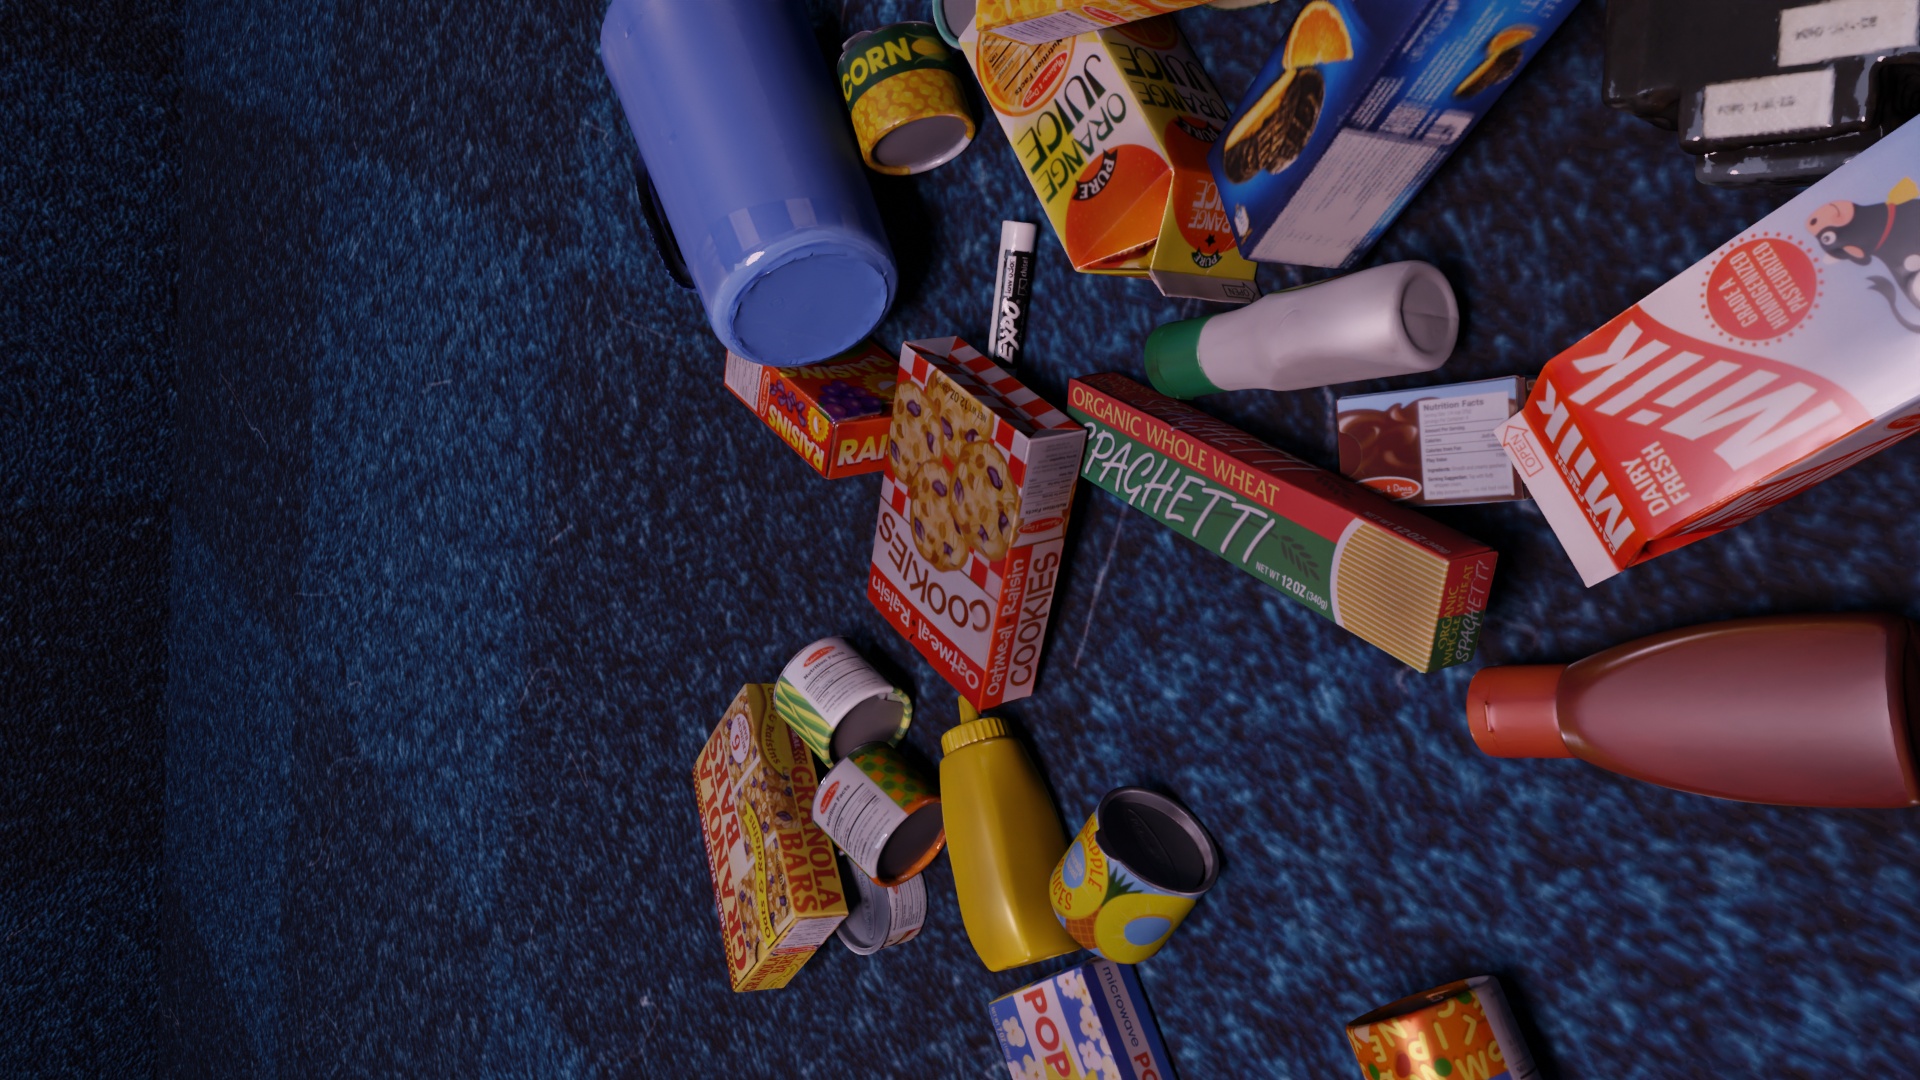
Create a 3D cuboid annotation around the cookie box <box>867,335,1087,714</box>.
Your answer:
[{"bbox_3d":[0.003,-0.010,0.758,0.123,0.040,0.166,42,132,43],"label":"cookie box"}]

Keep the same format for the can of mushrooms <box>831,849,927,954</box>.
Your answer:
[{"bbox_3d":[-0.055,0.222,0.870,0.071,0.033,0.071,6,98,48],"label":"can of mushrooms"}]

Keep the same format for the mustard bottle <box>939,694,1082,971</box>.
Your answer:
[{"bbox_3d":[0.021,0.150,0.760,0.048,0.065,0.161,-34,62,39],"label":"mustard bottle"}]

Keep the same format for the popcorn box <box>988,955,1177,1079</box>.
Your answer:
[{"bbox_3d":[0.072,0.289,0.728,0.085,0.038,0.127,-39,64,42],"label":"popcorn box"}]

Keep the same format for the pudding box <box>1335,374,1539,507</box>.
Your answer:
[{"bbox_3d":[0.197,-0.039,0.568,0.083,0.030,0.049,-3,92,49],"label":"pudding box"}]

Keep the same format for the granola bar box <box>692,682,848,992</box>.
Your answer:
[{"bbox_3d":[-0.131,0.195,0.918,0.123,0.039,0.166,-55,43,44],"label":"granola bar box"}]

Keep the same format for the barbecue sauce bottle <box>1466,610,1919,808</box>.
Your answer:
[{"bbox_3d":[0.258,0.061,0.497,0.148,0.044,0.065,-9,86,49],"label":"barbecue sauce bottle"}]

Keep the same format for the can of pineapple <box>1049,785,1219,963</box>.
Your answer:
[{"bbox_3d":[0.083,0.164,0.683,0.071,0.071,0.057,51,128,33],"label":"can of pineapple"}]

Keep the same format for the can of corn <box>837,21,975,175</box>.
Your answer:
[{"bbox_3d":[-0.032,-0.247,0.780,0.071,0.071,0.058,-29,72,46],"label":"can of corn"}]

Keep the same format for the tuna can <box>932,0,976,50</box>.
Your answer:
[{"bbox_3d":[0.017,-0.293,0.751,0.071,0.033,0.071,4,96,48],"label":"tuna can"}]

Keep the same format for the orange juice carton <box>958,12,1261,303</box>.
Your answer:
[{"bbox_3d":[0.079,-0.190,0.659,0.072,0.072,0.193,-44,61,41],"label":"orange juice carton"}]

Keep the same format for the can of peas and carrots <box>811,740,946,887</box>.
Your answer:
[{"bbox_3d":[-0.044,0.163,0.829,0.059,0.071,0.070,36,119,34],"label":"can of peas and carrots"}]

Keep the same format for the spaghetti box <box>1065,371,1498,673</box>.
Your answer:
[{"bbox_3d":[0.126,-0.018,0.620,0.250,0.029,0.050,36,128,51],"label":"spaghetti box"}]

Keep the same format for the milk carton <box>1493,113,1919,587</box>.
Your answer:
[{"bbox_3d":[0.268,-0.058,0.453,0.189,0.073,0.072,-41,63,42],"label":"milk carton"}]

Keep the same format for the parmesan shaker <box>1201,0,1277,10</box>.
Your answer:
[{"bbox_3d":[0.121,-0.296,0.606,0.071,0.071,0.103,-23,76,47],"label":"parmesan shaker"}]

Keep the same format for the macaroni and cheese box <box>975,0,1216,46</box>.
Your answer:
[{"bbox_3d":[0.078,-0.284,0.574,0.166,0.040,0.123,5,97,45],"label":"macaroni and cheese box"}]

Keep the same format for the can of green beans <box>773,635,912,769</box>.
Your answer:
[{"bbox_3d":[-0.072,0.101,0.855,0.058,0.071,0.071,39,121,39],"label":"can of green beans"}]

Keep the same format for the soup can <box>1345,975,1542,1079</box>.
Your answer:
[{"bbox_3d":[0.199,0.227,0.557,0.071,0.071,0.084,-37,65,43],"label":"soup can"}]

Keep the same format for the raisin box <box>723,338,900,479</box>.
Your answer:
[{"bbox_3d":[-0.073,-0.087,0.827,0.124,0.086,0.039,42,130,39],"label":"raisin box"}]

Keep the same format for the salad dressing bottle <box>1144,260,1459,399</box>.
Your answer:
[{"bbox_3d":[0.142,-0.087,0.606,0.147,0.064,0.044,-2,89,55],"label":"salad dressing bottle"}]
